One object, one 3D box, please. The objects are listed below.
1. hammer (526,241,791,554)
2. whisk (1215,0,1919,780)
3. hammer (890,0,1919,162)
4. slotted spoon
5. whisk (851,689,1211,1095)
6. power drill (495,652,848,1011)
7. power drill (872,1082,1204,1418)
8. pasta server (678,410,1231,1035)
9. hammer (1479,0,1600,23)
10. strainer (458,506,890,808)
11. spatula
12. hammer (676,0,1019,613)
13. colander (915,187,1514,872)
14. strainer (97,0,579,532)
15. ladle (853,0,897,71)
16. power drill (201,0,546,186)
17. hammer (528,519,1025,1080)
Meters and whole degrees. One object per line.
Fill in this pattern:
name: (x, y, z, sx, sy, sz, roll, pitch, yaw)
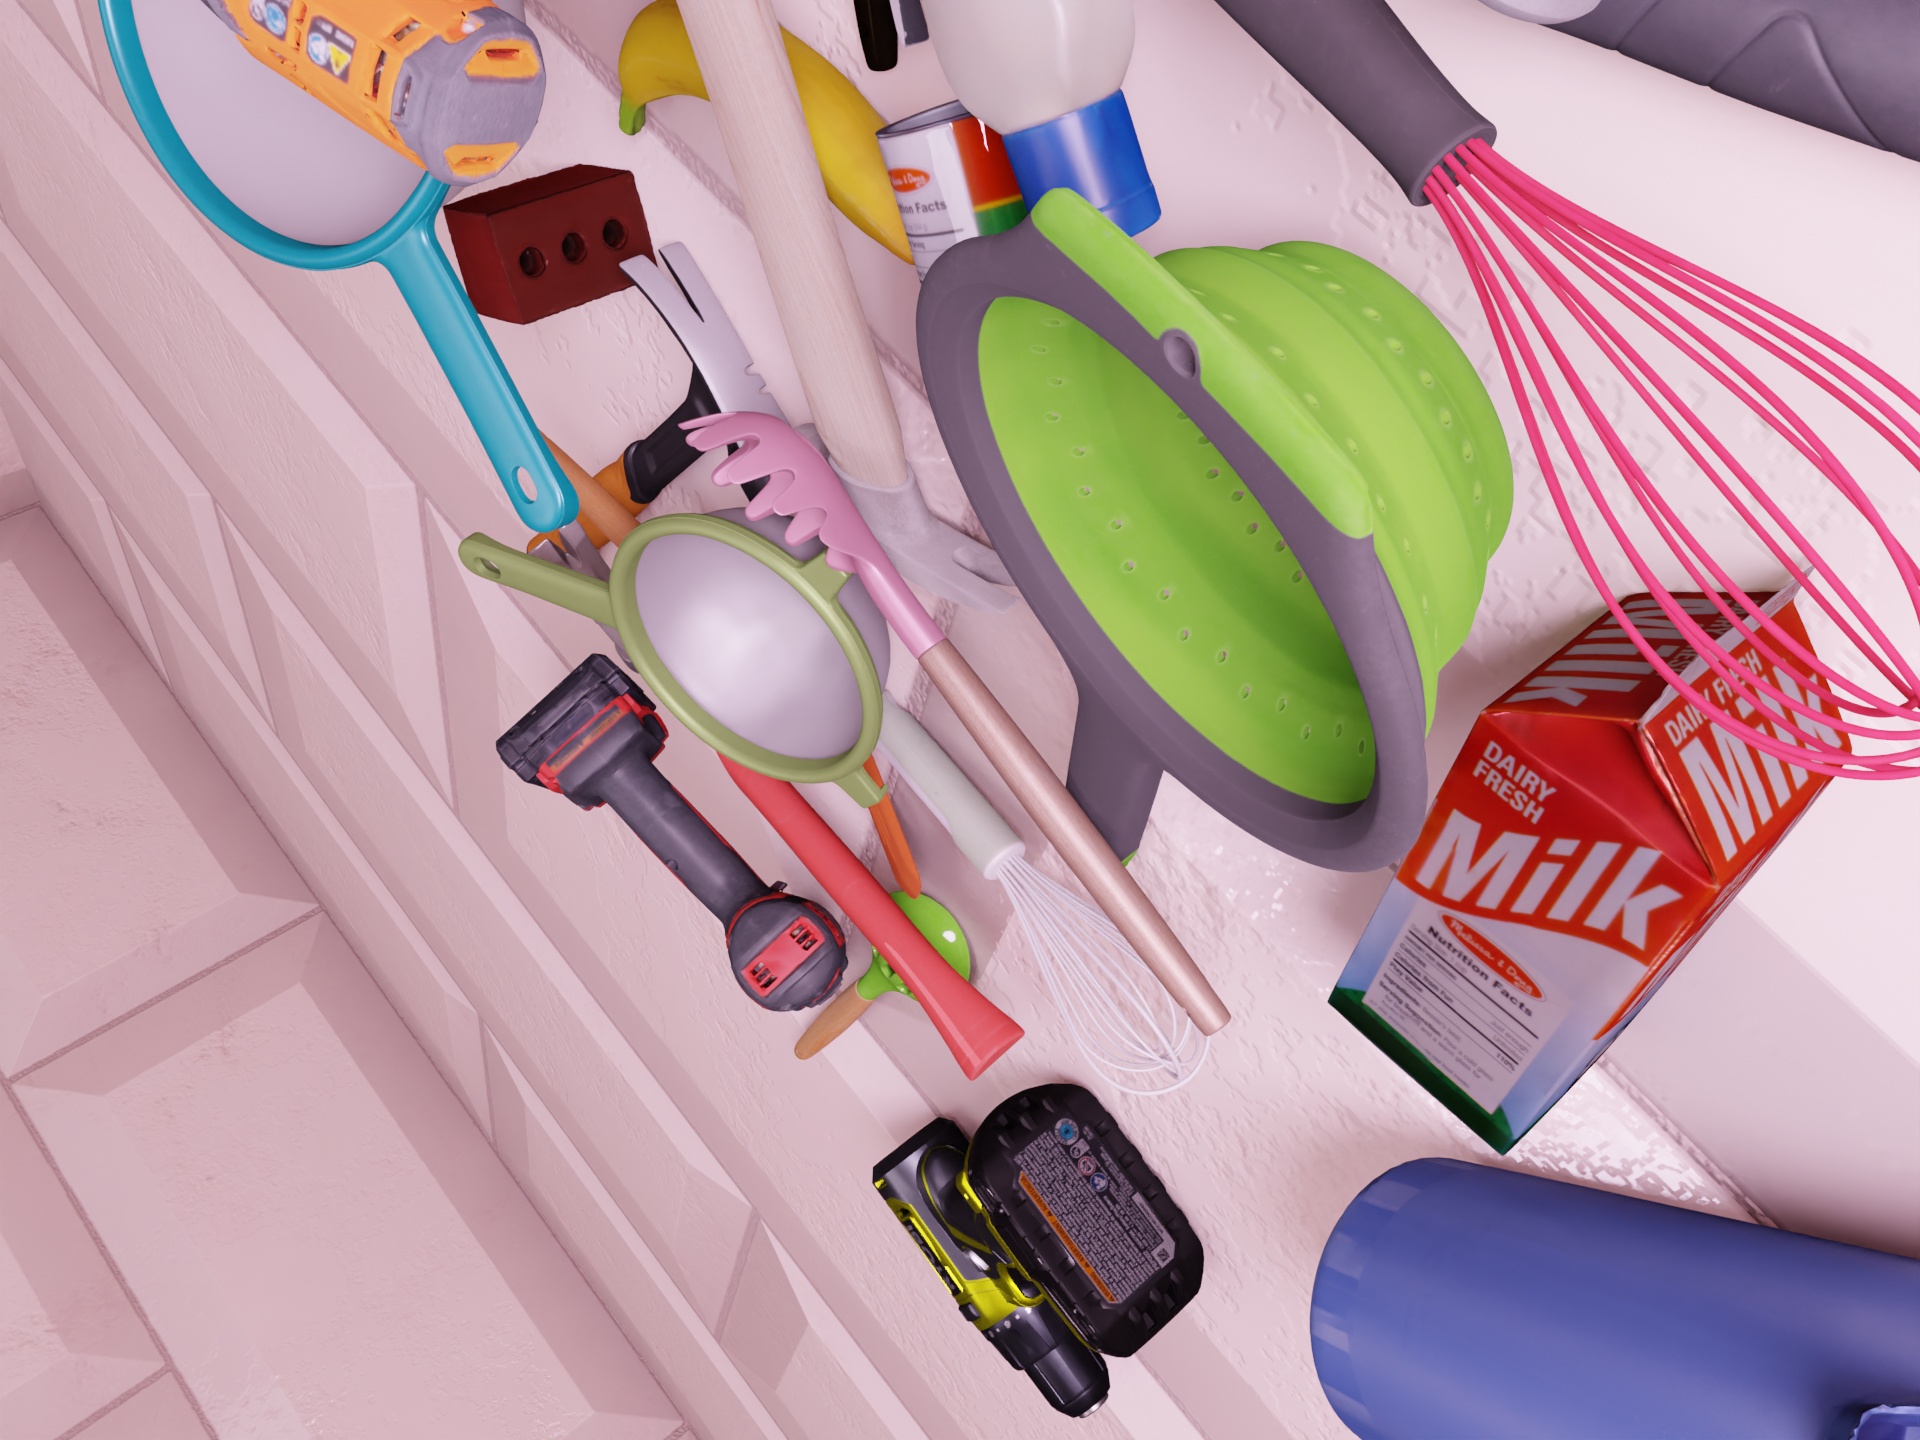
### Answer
hammer: (-0.186, -0.136, 0.870, 0.127, 0.034, 0.337, 61, 150, -6)
whisk: (0.122, -0.110, 0.353, 0.296, 0.073, 0.073, 55, 151, 15)
hammer: (0.108, -0.189, 0.381, 0.409, 0.036, 0.149, 38, 146, 31)
slotted spoon: (-0.063, 0.174, 0.984, 0.070, 0.031, 0.313, 53, 151, 8)
whisk: (0.025, 0.072, 0.739, 0.246, 0.059, 0.057, 48, 177, 25)
power drill: (-0.151, 0.076, 0.924, 0.227, 0.080, 0.188, 46, 174, 3)
power drill: (0.045, 0.302, 0.892, 0.191, 0.080, 0.228, 53, 153, 10)
pasta server: (-0.001, -0.002, 0.627, 0.316, 0.040, 0.060, 53, 175, 4)
hammer: (0.018, -0.321, 0.302, 0.406, 0.035, 0.144, 54, 150, 18)
strainer: (-0.132, -0.063, 0.774, 0.256, 0.069, 0.151, 20, 138, 25)
spatula: (-0.123, -0.035, 0.828, 0.322, 0.041, 0.081, 44, 168, 3)
hammer: (-0.062, -0.203, 0.532, 0.146, 0.038, 0.410, 33, 155, 35)
colander: (0.085, -0.036, 0.524, 0.205, 0.094, 0.396, 50, 167, 17)
strainer: (-0.226, -0.245, 0.675, 0.211, 0.095, 0.340, -21, 99, 34)
ladle: (-0.044, -0.353, 0.466, 0.069, 0.031, 0.315, 31, 143, 38)
power drill: (-0.195, -0.319, 0.527, 0.164, 0.084, 0.226, 34, 121, 12)
hammer: (-0.097, 0.042, 0.844, 0.359, 0.037, 0.149, 47, 172, 21)
